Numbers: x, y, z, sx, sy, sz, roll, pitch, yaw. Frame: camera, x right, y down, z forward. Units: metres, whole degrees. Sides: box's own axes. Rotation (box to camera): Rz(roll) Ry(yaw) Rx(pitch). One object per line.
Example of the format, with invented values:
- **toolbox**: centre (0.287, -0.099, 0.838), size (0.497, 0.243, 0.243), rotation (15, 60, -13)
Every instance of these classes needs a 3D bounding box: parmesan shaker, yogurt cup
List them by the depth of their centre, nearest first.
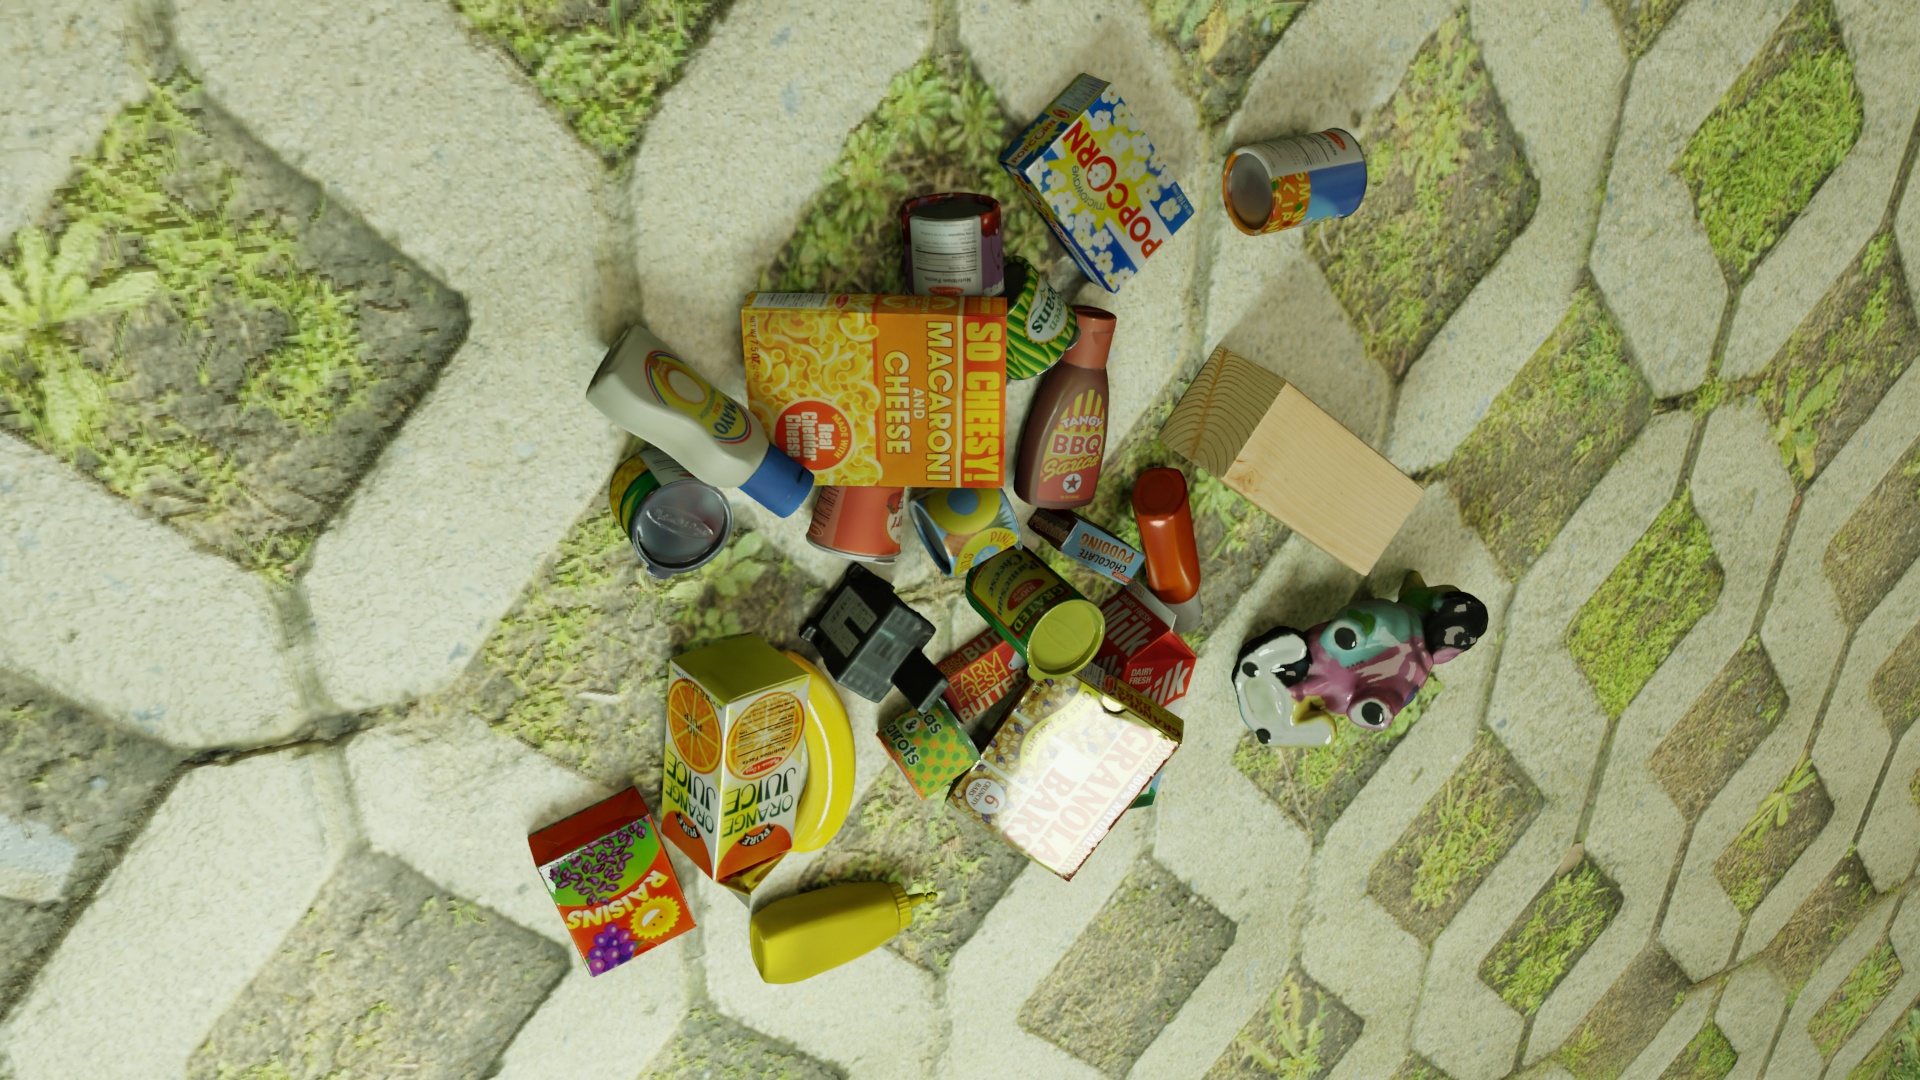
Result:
- **yogurt cup**: centre (-0.071, -0.020, 0.971), size (0.072, 0.072, 0.053), rotation (4, 105, -32)
- **parmesan shaker**: centre (0.052, 0.053, 1.055), size (0.071, 0.103, 0.071), rotation (-14, 121, -24)

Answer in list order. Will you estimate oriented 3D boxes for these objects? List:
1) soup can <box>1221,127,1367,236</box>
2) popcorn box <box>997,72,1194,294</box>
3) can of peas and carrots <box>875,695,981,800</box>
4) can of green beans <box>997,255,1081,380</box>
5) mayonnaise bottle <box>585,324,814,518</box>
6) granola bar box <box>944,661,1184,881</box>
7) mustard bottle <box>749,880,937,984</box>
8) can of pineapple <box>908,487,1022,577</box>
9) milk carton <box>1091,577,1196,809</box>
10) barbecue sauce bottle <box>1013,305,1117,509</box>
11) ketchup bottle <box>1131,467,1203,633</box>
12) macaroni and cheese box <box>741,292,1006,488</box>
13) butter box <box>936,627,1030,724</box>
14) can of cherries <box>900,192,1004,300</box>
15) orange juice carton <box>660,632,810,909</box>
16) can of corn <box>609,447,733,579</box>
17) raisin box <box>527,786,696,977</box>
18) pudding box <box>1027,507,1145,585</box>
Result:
- **soup can**: centre (0.245, -0.261, 1.023), size (0.084, 0.071, 0.071), rotation (-16, 122, -21)
- **popcorn box**: centre (0.097, -0.245, 0.962), size (0.085, 0.038, 0.126), rotation (-46, 128, -1)
- **can of peas and carrots**: centre (-0.026, 0.160, 1.090), size (0.059, 0.071, 0.070), rotation (-35, 127, -9)
- **can of green beans**: centre (0.038, -0.154, 0.959), size (0.071, 0.071, 0.057), rotation (-48, 128, 1)
- **mayonnaise bottle**: centre (-0.159, -0.069, 0.871), size (0.148, 0.065, 0.041), rotation (37, 127, -22)
- **granola bar box**: centre (0.082, 0.180, 1.119), size (0.124, 0.039, 0.165), rotation (33, 113, -2)
- **mustard bottle**: centre (-0.093, 0.314, 1.145), size (0.161, 0.049, 0.065), rotation (-10, 120, -26)
- **can of pineapple**: centre (0.004, -0.013, 1.013), size (0.058, 0.071, 0.070), rotation (-28, 126, -13)
- **milk carton**: centre (0.137, 0.129, 1.165), size (0.073, 0.072, 0.189), rotation (-1, 117, -30)
- **barbecue sauce bottle**: centre (0.082, -0.098, 1.030), size (0.065, 0.044, 0.148), rotation (-2, 115, -28)
- **ketchup bottle**: centre (0.172, 0.014, 1.134), size (0.043, 0.065, 0.148), rotation (-2, 133, 17)
- **macaroni and cheese box**: centre (-0.053, -0.098, 0.907), size (0.166, 0.040, 0.123), rotation (1, 118, 2)
- **butter box**: centre (0.029, 0.098, 1.116), size (0.104, 0.024, 0.053), rotation (-34, 128, -10)
- **can of cherries**: centre (-0.005, -0.194, 0.916), size (0.072, 0.071, 0.058), rotation (-17, 122, -22)
- **orange juice carton**: centre (-0.165, 0.172, 1.002), size (0.073, 0.072, 0.191), rotation (-15, 123, -42)
- **can of corn**: centre (-0.190, -0.018, 0.904), size (0.071, 0.058, 0.070), rotation (-14, 121, -24)
- **raisin box**: centre (-0.255, 0.253, 1.024), size (0.086, 0.040, 0.122), rotation (-24, 126, -18)
- **pudding box**: centre (0.099, 0.001, 1.089), size (0.083, 0.050, 0.030), rotation (26, 99, -37)
